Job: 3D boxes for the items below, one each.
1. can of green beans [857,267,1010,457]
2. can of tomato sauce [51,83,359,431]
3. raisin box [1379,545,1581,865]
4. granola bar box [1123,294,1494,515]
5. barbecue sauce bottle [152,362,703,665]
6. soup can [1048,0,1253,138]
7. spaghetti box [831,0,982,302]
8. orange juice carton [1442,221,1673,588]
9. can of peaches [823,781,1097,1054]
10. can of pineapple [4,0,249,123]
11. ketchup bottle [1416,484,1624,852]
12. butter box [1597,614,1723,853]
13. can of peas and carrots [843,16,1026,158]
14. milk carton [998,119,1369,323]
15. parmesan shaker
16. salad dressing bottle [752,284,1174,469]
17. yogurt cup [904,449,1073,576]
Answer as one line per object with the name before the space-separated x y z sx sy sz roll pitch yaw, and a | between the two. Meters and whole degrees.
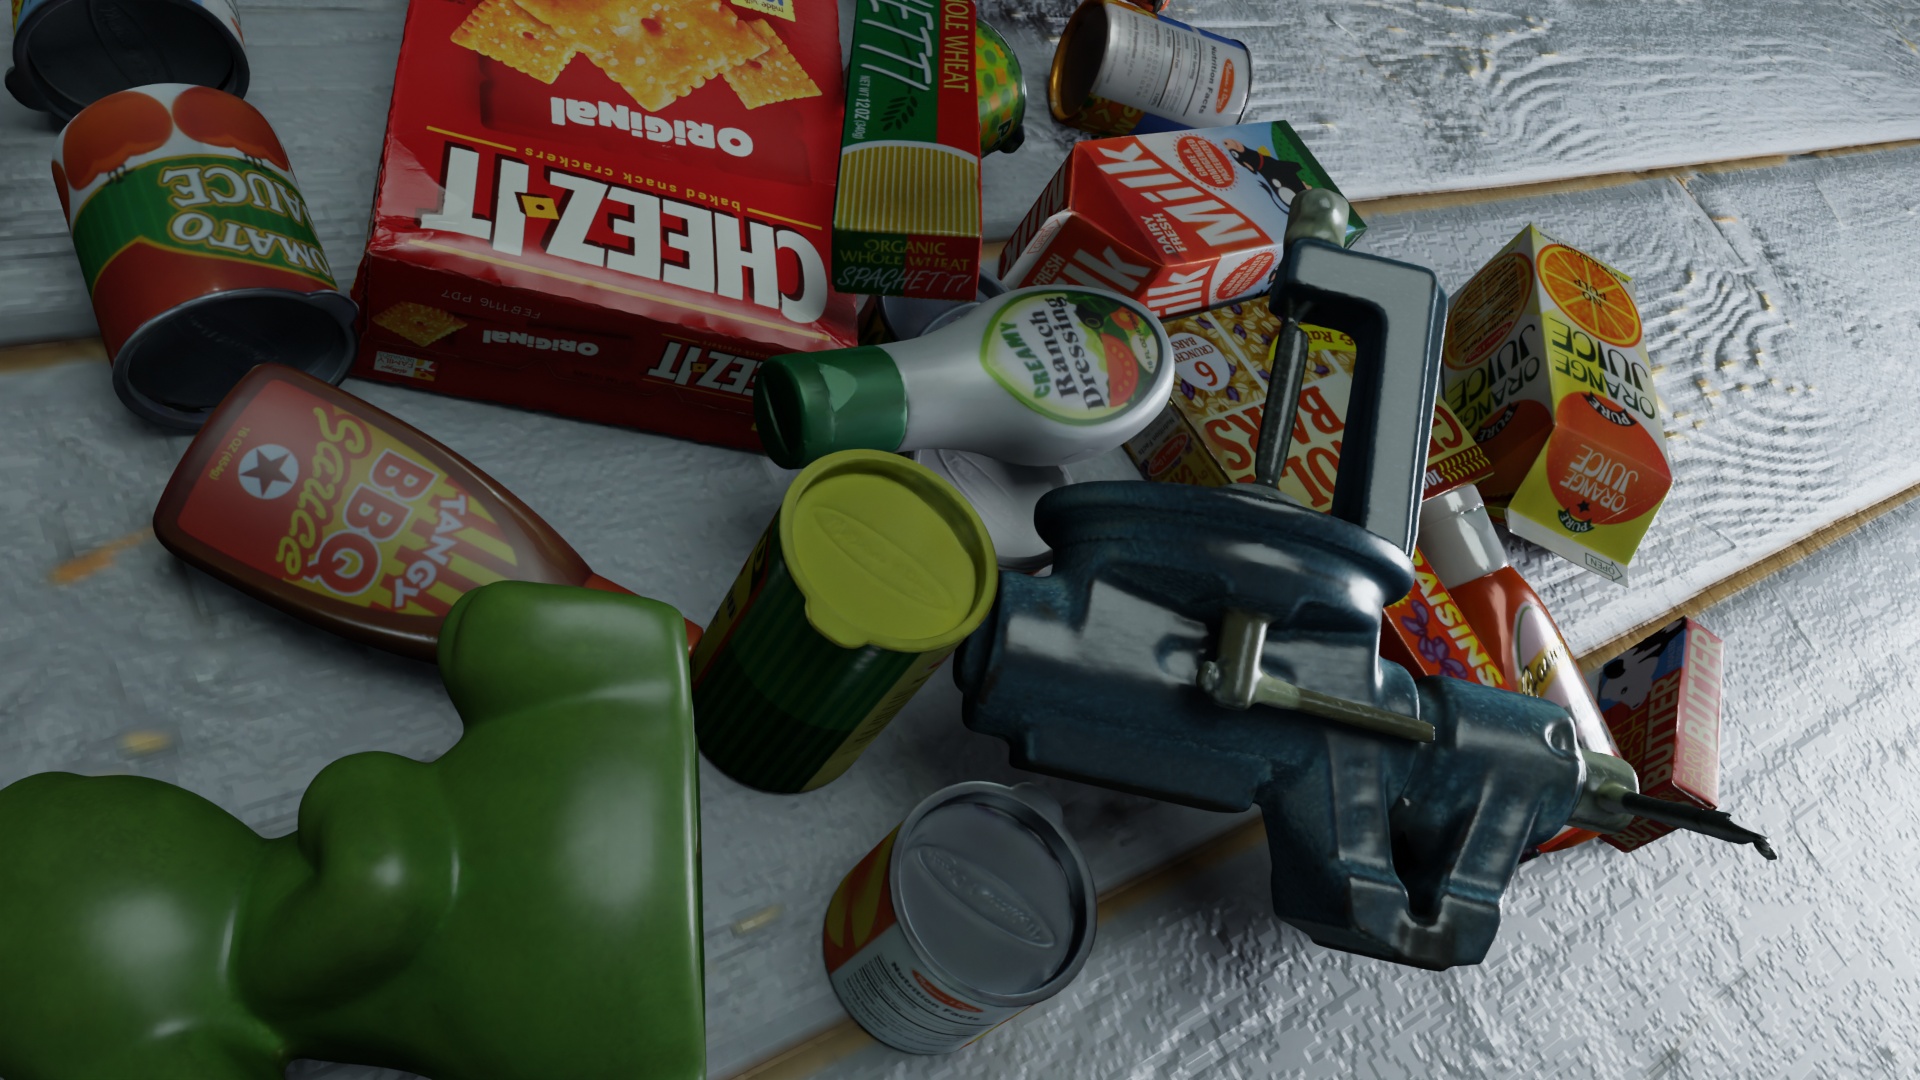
can of green beans | -0.013 -0.068 0.539 0.071 0.057 0.071 15 52 -20
can of tomato sauce | -0.228 -0.087 0.422 0.071 0.070 0.083 -14 65 -36
raisin box | 0.164 0.071 0.523 0.040 0.085 0.123 -14 66 -34
granola bar box | 0.154 -0.052 0.635 0.166 0.039 0.124 -20 70 -37
barbecue sauce bottle | -0.150 0.008 0.410 0.148 0.043 0.065 28 73 -7
soup can | 0.095 -0.236 0.717 0.084 0.071 0.071 9 54 -23
spaghetti box | -0.018 -0.181 0.540 0.050 0.028 0.251 3 47 -4
orange juice carton | 0.298 -0.064 0.703 0.072 0.072 0.194 24 50 -13
can of peaches | 0.000 0.113 0.419 0.071 0.057 0.071 15 52 -20
can of pineapple | -0.278 -0.177 0.460 0.071 0.070 0.058 -5 61 -32
ketchup bottle | 0.227 0.051 0.580 0.065 0.043 0.149 -17 81 -36
butter box | 0.309 0.085 0.617 0.024 0.052 0.104 34 48 -2
can of peas and carrots | -0.012 -0.194 0.624 0.071 0.070 0.059 44 49 4
milk carton | 0.092 -0.136 0.637 0.191 0.072 0.073 -19 69 -37
parmesan shaker | -0.042 0.030 0.424 0.071 0.102 0.071 15 52 -20
salad dressing bottle | 0.004 -0.052 0.472 0.148 0.043 0.064 -12 75 -32
yogurt cup | 0.002 -0.006 0.506 0.072 0.053 0.073 15 52 -20
